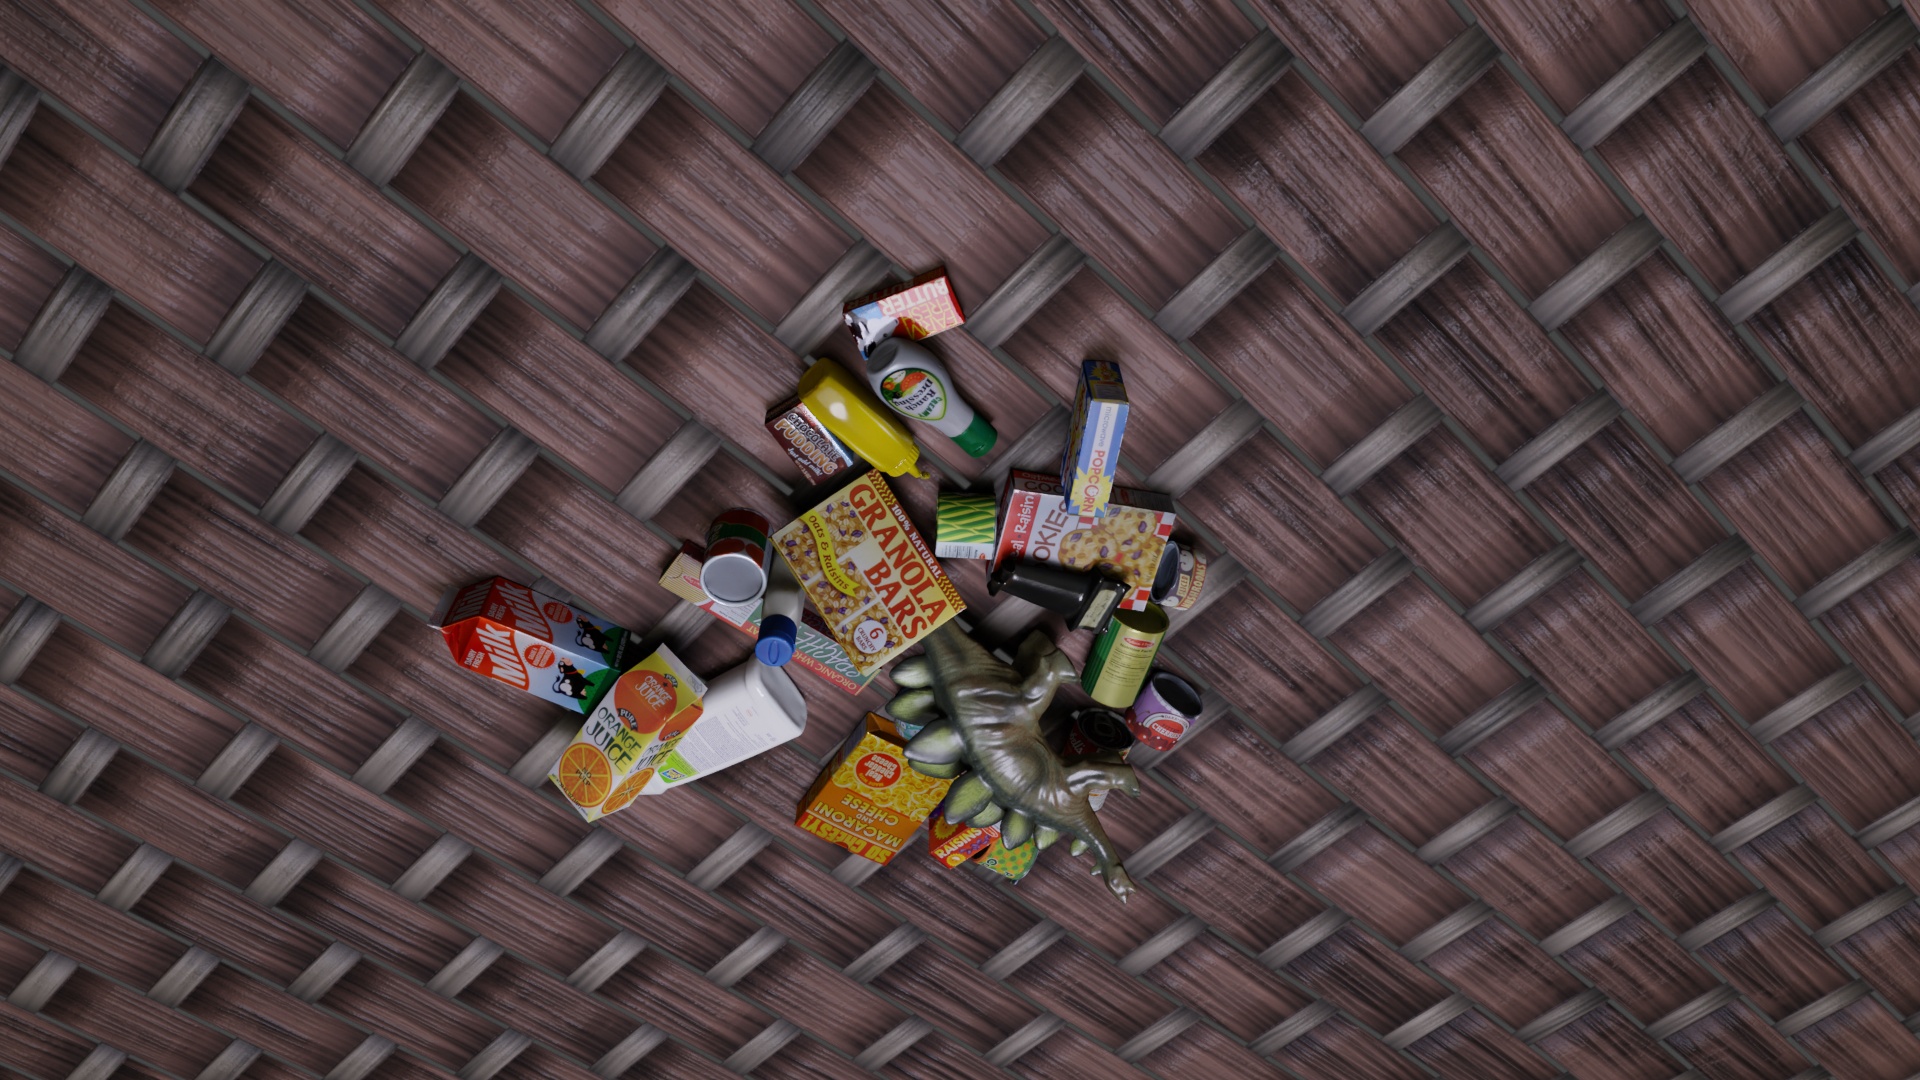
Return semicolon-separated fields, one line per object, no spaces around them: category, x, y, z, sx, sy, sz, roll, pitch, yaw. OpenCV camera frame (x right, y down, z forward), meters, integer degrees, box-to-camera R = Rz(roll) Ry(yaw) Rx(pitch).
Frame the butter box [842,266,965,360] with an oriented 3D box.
butter box;-0.052;-0.209;1.278;0.103;0.024;0.053;-19;121;11

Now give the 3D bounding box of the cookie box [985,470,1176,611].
cookie box;0.119;0.001;1.407;0.167;0.040;0.122;9;122;-8

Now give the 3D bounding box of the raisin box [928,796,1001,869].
raisin box;0.021;0.303;1.566;0.123;0.086;0.040;-37;118;20

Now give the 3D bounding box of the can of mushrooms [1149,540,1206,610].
can of mushrooms;0.222;0.037;1.413;0.033;0.071;0.070;17;120;-14

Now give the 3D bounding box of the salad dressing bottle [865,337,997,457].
salad dressing bottle;-0.024;-0.131;1.302;0.064;0.044;0.147;-34;130;24

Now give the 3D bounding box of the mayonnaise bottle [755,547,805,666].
mayonnaise bottle;-0.176;0.066;1.374;0.041;0.149;0.064;6;122;-4

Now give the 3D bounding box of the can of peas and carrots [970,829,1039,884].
can of peas and carrots;0.050;0.354;1.609;0.058;0.071;0.070;29;117;-17

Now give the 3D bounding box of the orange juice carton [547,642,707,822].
orange juice carton;-0.340;0.198;1.453;0.072;0.073;0.192;44;108;15

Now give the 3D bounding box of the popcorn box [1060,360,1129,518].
popcorn box;0.126;-0.096;1.318;0.038;0.085;0.126;6;122;-6

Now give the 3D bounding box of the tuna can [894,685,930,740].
tuna can;-0.041;0.187;1.501;0.071;0.071;0.032;0;123;-2

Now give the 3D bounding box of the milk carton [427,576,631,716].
milk carton;-0.447;0.103;1.435;0.190;0.073;0.073;25;119;-16

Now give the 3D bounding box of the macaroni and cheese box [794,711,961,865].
macaroni and cheese box;-0.095;0.285;1.579;0.123;0.040;0.165;28;117;-17

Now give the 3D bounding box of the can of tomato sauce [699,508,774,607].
can of tomato sauce;-0.224;0.017;1.380;0.071;0.083;0.070;-1;122;-1

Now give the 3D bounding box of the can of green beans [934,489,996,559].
can of green beans;0.005;-0.015;1.377;0.058;0.071;0.071;3;122;-3

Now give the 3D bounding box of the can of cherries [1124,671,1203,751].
can of cherries;0.221;0.187;1.507;0.071;0.072;0.058;25;119;-16

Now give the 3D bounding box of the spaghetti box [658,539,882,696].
spaghetti box;-0.196;0.084;1.456;0.250;0.029;0.050;32;116;-20

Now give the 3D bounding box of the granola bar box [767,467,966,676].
granola bar box;-0.091;0.030;1.361;0.124;0.039;0.165;-34;98;-11

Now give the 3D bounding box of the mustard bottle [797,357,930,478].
mustard bottle;-0.085;-0.104;1.321;0.048;0.065;0.160;-40;119;14

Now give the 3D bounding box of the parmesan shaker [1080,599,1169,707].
parmesan shaker;0.169;0.116;1.465;0.071;0.072;0.102;13;122;-9

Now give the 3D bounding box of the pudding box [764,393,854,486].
pudding box;-0.145;-0.099;1.341;0.049;0.030;0.083;-28;119;15
